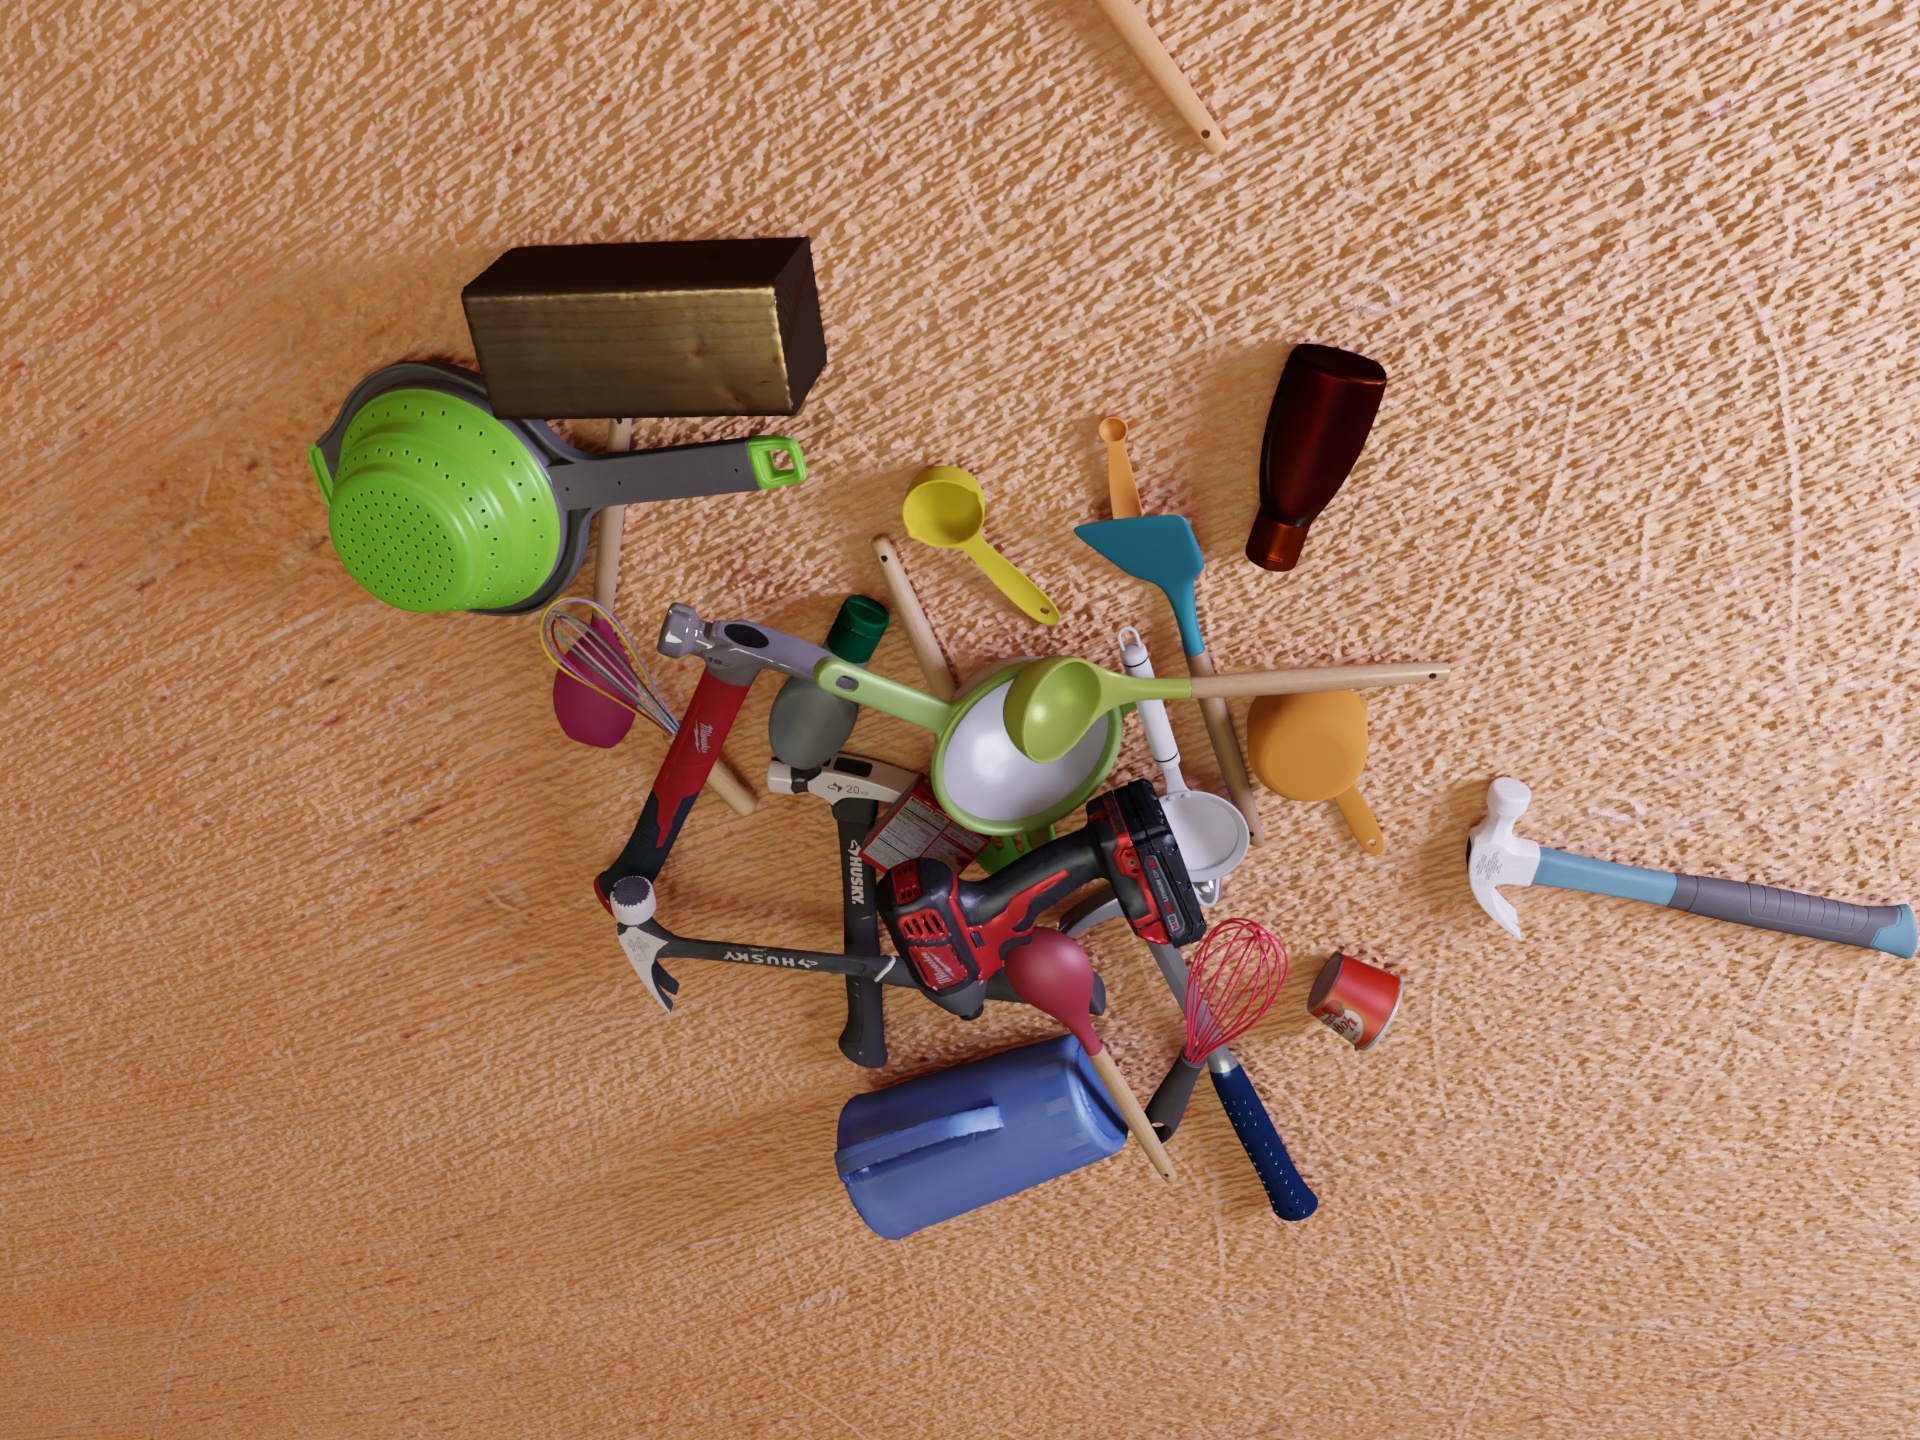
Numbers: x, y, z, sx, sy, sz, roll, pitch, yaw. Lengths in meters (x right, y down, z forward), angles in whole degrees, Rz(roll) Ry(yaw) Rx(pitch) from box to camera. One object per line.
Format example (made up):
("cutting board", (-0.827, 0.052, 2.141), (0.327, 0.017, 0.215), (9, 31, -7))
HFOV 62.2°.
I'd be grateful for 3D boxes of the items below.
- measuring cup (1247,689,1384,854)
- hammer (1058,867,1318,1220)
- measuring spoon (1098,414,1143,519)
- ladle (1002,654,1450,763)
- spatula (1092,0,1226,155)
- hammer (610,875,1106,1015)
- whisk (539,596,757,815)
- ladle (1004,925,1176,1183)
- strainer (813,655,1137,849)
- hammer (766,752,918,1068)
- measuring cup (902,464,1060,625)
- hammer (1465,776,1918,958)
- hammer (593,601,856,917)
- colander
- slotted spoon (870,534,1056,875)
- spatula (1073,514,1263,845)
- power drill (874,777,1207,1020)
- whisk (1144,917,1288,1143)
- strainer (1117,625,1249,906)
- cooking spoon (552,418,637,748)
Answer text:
("measuring cup", (0.273, 0.049, 1.171), (0.095, 0.052, 0.173), (-23, 115, 25))
("hammer", (0.216, 0.289, 1.365), (0.144, 0.035, 0.405), (-16, 120, 22))
("measuring spoon", (0.112, -0.158, 1.089), (0.021, 0.011, 0.116), (-4, 127, 15))
("ladle", (0.187, -0.018, 1.097), (0.320, 0.062, 0.078), (-4, 123, -6))
("spatula", (0.052, -0.450, 0.886), (0.081, 0.041, 0.322), (-31, 118, 28))
("hammer", (-0.083, 0.208, 1.323), (0.409, 0.036, 0.149), (6, 135, 6))
("whisk", (-0.240, -0.004, 1.236), (0.051, 0.047, 0.244), (-12, 132, 35))
("ladle", (0.118, 0.286, 1.308), (0.069, 0.031, 0.315), (-16, 125, 20))
("strainer", (-0.002, -0.009, 1.140), (0.256, 0.069, 0.151), (20, 111, -33))
("hammer", (-0.079, 0.171, 1.344), (0.146, 0.035, 0.334), (6, 126, 9))
("measuring cup", (0.020, -0.122, 1.128), (0.062, 0.029, 0.156), (-30, 126, 28))
("hammer", (0.542, 0.128, 1.184), (0.331, 0.033, 0.128), (11, 125, 4))
("hammer", (-0.206, 0.055, 1.242), (0.143, 0.038, 0.386), (18, 139, -14))
("colander", (-0.301, -0.148, 1.107), (0.397, 0.095, 0.204), (-3, 122, 19))
("slotted spoon", (-0.002, -0.004, 1.210), (0.070, 0.031, 0.313), (-17, 118, 13))
("spatula", (0.171, -0.023, 1.149), (0.082, 0.044, 0.317), (-3, 127, 31))
("power drill", (0.060, 0.141, 1.172), (0.219, 0.079, 0.143), (-20, 122, 4))
("whisk", (0.196, 0.263, 1.296), (0.073, 0.073, 0.295), (16, 132, 0))
("strainer", (0.156, 0.032, 1.179), (0.087, 0.050, 0.258), (-10, 127, 17))
("cooking spoon", (-0.269, -0.101, 1.201), (0.068, 0.017, 0.318), (15, 127, -1))
